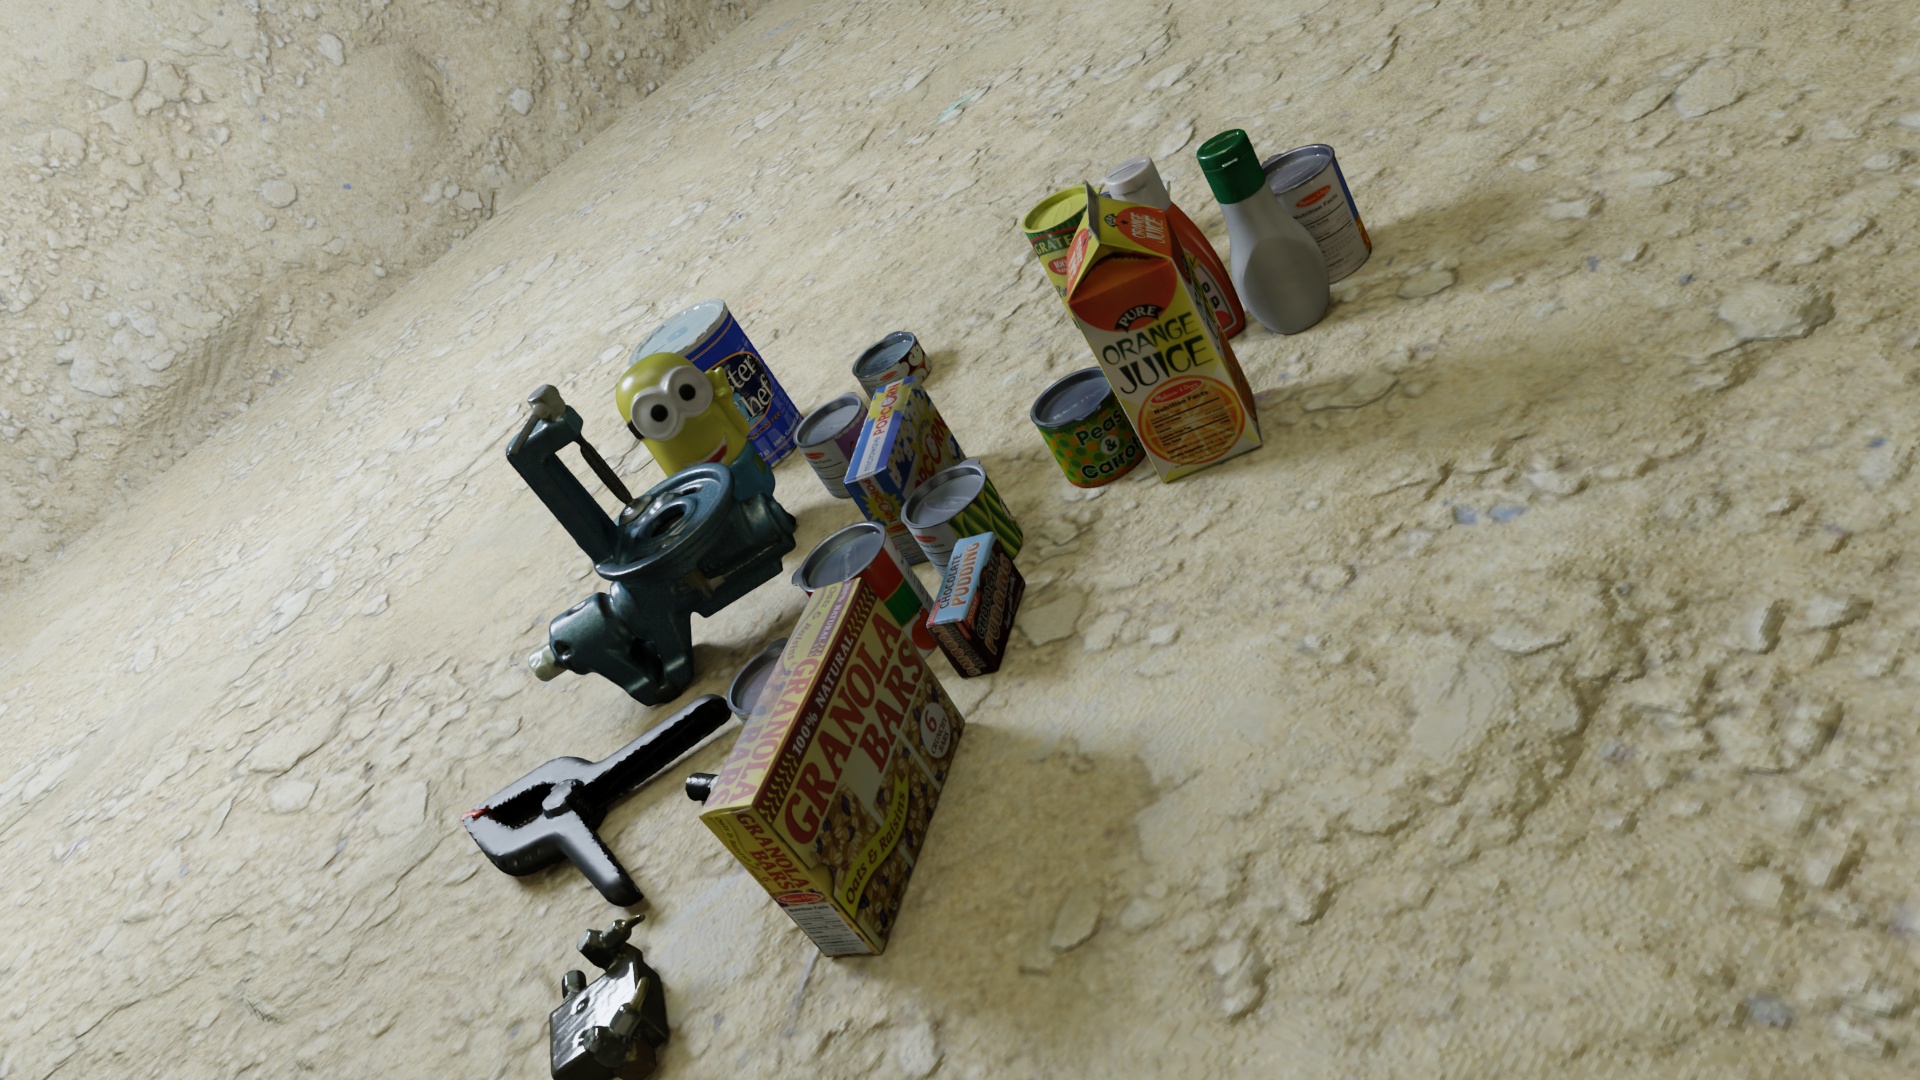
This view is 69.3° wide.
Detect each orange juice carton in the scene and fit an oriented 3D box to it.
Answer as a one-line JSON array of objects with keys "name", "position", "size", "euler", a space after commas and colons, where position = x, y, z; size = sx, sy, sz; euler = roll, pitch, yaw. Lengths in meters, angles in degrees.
[{"name": "orange juice carton", "position": [0.123, -0.139, 0.896], "size": [0.073, 0.192, 0.072], "euler": [-22, 31, 19]}]

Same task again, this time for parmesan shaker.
[{"name": "parmesan shaker", "position": [0.104, -0.231, 1.140], "size": [0.071, 0.102, 0.072], "euler": [-24, 31, 16]}]

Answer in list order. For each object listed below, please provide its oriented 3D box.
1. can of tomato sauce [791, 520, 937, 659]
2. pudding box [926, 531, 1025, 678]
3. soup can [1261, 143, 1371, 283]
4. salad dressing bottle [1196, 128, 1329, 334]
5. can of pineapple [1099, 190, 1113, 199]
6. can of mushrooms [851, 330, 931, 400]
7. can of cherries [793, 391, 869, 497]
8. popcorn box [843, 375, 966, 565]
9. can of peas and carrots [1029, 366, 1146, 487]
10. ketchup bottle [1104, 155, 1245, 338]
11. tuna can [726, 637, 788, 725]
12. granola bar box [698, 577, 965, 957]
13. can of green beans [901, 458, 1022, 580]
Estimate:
[{"name": "can of tomato sauce", "position": [-0.059, 0.040, 0.917], "size": [0.071, 0.083, 0.071], "euler": [-24, 31, 16]}, {"name": "pudding box", "position": [0.010, 0.040, 0.884], "size": [0.030, 0.049, 0.084], "euler": [-15, 34, 29]}, {"name": "soup can", "position": [0.257, -0.240, 1.026], "size": [0.071, 0.083, 0.072], "euler": [-24, 31, 16]}, {"name": "salad dressing bottle", "position": [0.210, -0.215, 0.970], "size": [0.064, 0.147, 0.044], "euler": [-25, 30, 14]}, {"name": "can of pineapple", "position": [0.129, -0.263, 1.208], "size": [0.071, 0.057, 0.071], "euler": [-24, 31, 16]}, {"name": "can of mushrooms", "position": [-0.061, -0.158, 1.261], "size": [0.071, 0.033, 0.071], "euler": [-24, 31, 16]}, {"name": "can of cherries", "position": [-0.094, -0.079, 1.151], "size": [0.071, 0.058, 0.072], "euler": [-24, 31, 16]}, {"name": "popcorn box", "position": [-0.039, -0.053, 1.032], "size": [0.038, 0.085, 0.127], "euler": [-19, 32, 23]}, {"name": "can of peas and carrots", "position": [0.092, -0.078, 0.972], "size": [0.071, 0.058, 0.071], "euler": [-24, 31, 16]}, {"name": "ketchup bottle", "position": [0.152, -0.209, 1.015], "size": [0.064, 0.148, 0.044], "euler": [-23, 31, 18]}, {"name": "tuna can", "position": [-0.121, 0.100, 0.938], "size": [0.071, 0.032, 0.071], "euler": [-24, 31, 16]}, {"name": "granola bar box", "position": [-0.062, 0.121, 0.759], "size": [0.039, 0.124, 0.166], "euler": [-14, 35, 31]}, {"name": "can of green beans", "position": [0.002, -0.010, 0.958], "size": [0.071, 0.057, 0.071], "euler": [-24, 31, 16]}]
